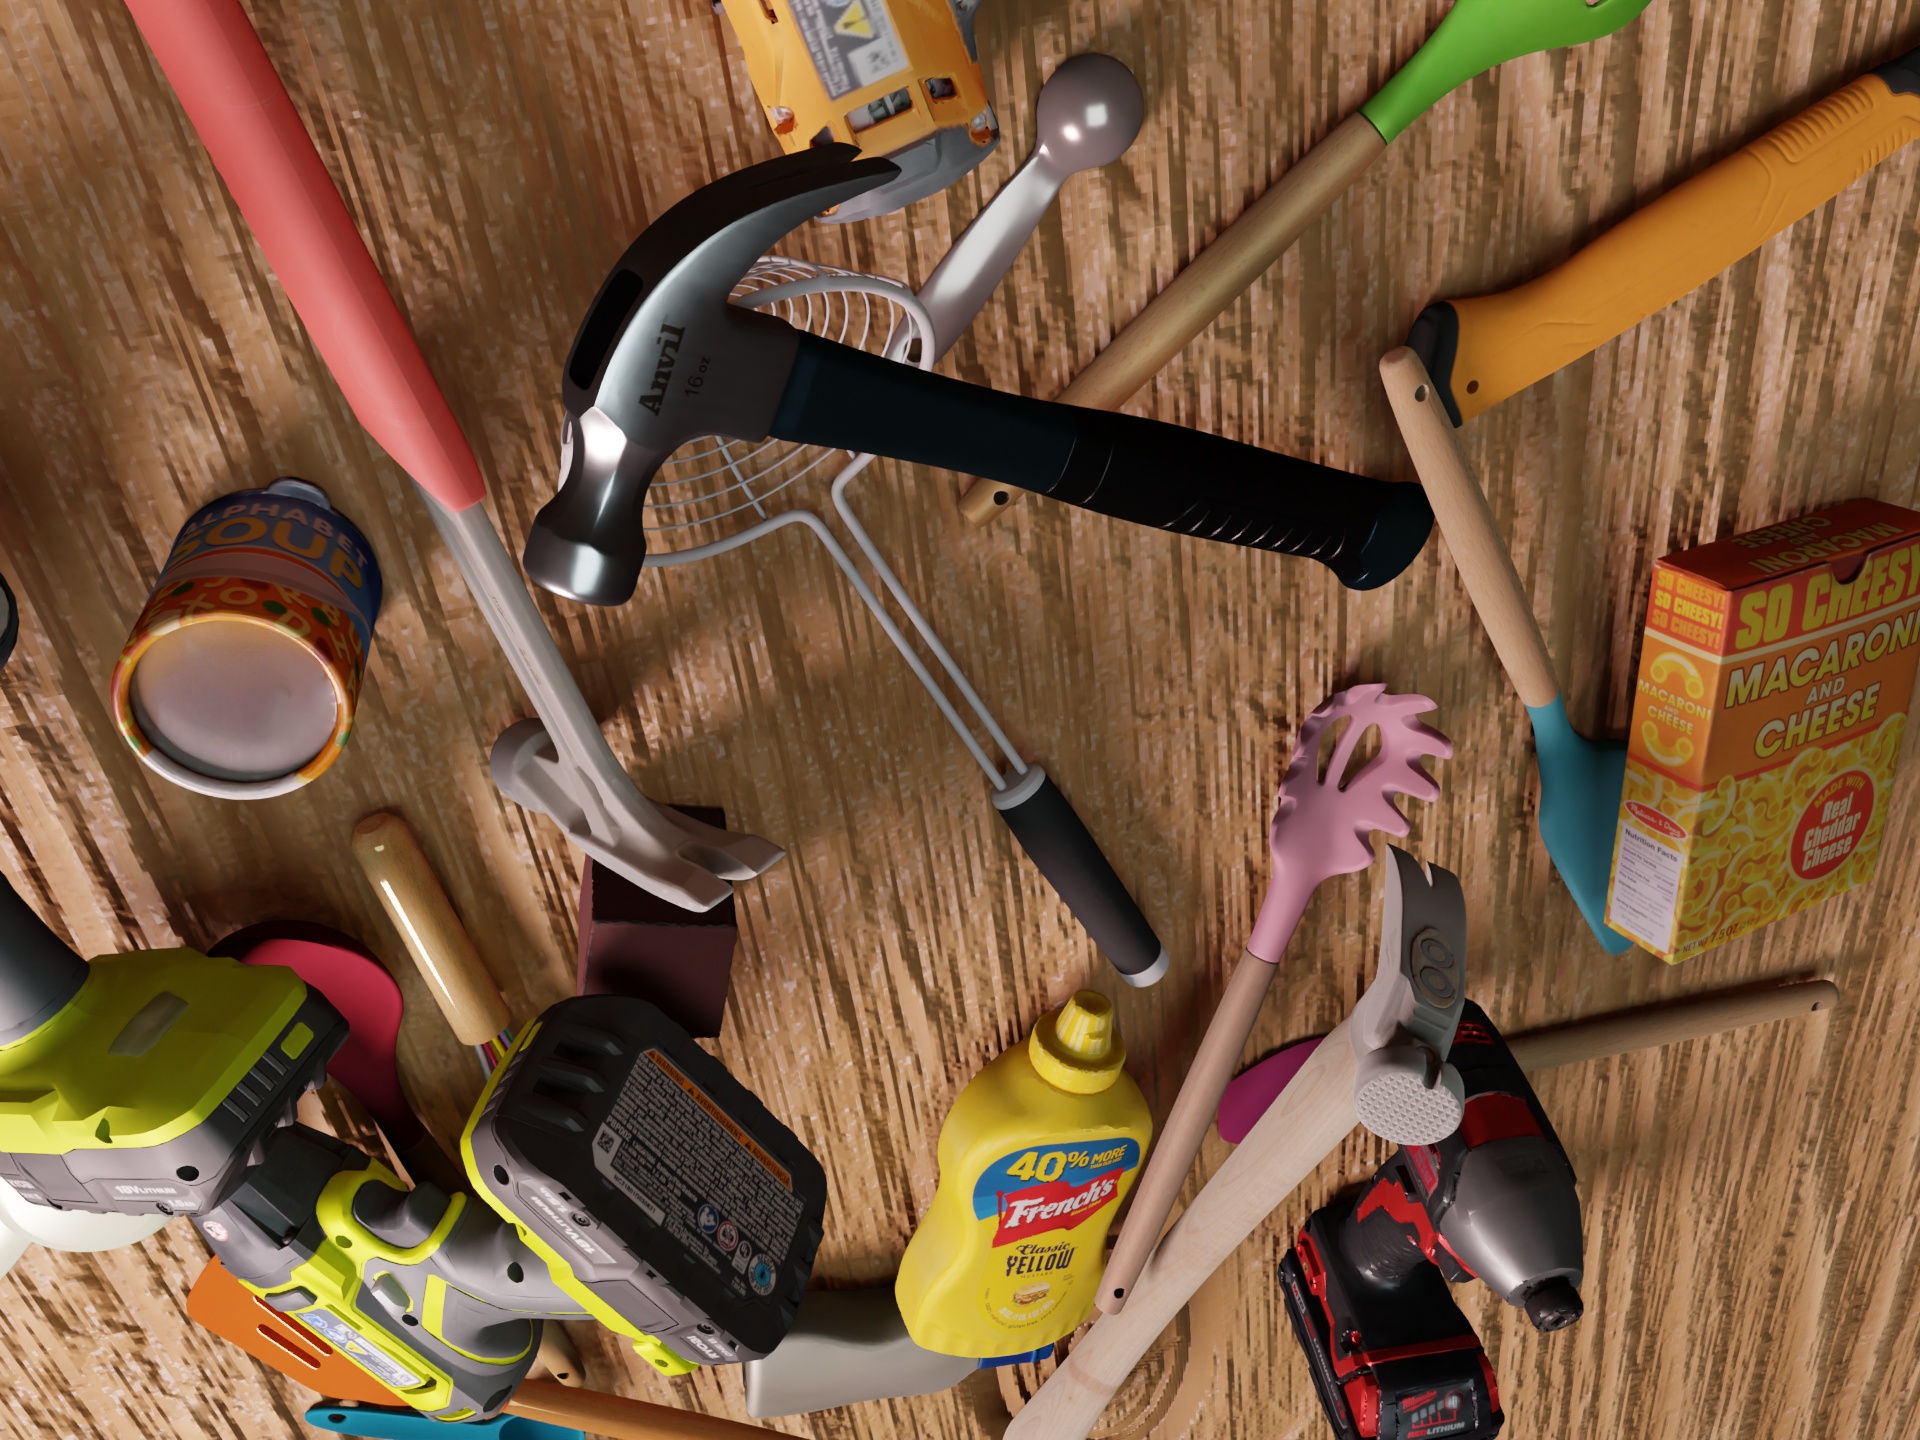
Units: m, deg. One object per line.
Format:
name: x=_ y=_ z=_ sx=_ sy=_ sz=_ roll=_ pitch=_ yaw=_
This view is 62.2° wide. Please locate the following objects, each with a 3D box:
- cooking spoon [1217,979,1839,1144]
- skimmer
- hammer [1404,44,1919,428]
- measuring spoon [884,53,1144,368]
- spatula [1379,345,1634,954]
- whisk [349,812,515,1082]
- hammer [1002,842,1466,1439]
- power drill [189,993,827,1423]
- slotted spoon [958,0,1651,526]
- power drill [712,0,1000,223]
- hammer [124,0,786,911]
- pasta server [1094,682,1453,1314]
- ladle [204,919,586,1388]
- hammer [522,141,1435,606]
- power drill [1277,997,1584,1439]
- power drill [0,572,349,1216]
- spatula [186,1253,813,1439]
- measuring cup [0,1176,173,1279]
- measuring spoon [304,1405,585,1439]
cooking spoon: x=0.279 y=0.162 z=0.773 sx=0.319 sy=0.017 sz=0.068 roll=-10 pitch=123 yaw=-7
skimmer: x=-0.001 y=-0.002 z=0.558 sx=0.127 sy=0.090 sz=0.362 roll=-33 pitch=123 yaw=3
hammer: x=0.308 y=-0.196 z=0.549 sx=0.337 sy=0.034 sz=0.127 roll=-31 pitch=122 yaw=6
measuring spoon: x=0.015 y=-0.155 z=0.509 sx=0.034 sy=0.018 sz=0.124 roll=29 pitch=111 yaw=-28
spatula: x=0.228 y=-0.023 z=0.617 sx=0.082 sy=0.044 sz=0.317 roll=-43 pitch=129 yaw=-4
whisk: x=-0.177 y=0.138 z=0.631 sx=0.051 sy=0.047 sz=0.244 roll=-18 pitch=121 yaw=-1
hammer: x=0.111 y=0.233 z=0.730 sx=0.038 sy=0.146 sz=0.410 roll=26 pitch=127 yaw=0
power drill: x=-0.175 y=0.180 z=0.577 sx=0.223 sy=0.080 sz=0.171 roll=-23 pitch=119 yaw=32
slotted spoon: x=0.116 y=-0.173 z=0.520 sx=0.313 sy=0.031 sz=0.070 roll=-42 pitch=122 yaw=15
power drill: x=0.024 y=-0.259 z=0.415 sx=0.226 sy=0.084 sz=0.185 roll=-23 pitch=123 yaw=6
hammer: x=-0.162 y=-0.104 z=0.443 sx=0.037 sy=0.149 sz=0.358 roll=-37 pitch=122 yaw=-27
pasta server: x=0.119 y=0.125 z=0.672 sx=0.060 sy=0.040 sz=0.316 roll=18 pitch=106 yaw=-7
ladle: x=-0.218 y=0.190 z=0.663 sx=0.069 sy=0.031 sz=0.315 roll=-12 pitch=126 yaw=6
hammer: x=0.037 y=-0.080 z=0.491 sx=0.330 sy=0.033 sz=0.128 roll=5 pitch=115 yaw=-39
power drill: x=0.216 y=0.243 z=0.720 sx=0.078 sy=0.143 sz=0.219 roll=-6 pitch=133 yaw=-10
power drill: x=-0.292 y=0.046 z=0.475 sx=0.190 sy=0.080 sz=0.228 roll=-8 pitch=125 yaw=30
spatula: x=-0.183 y=0.302 z=0.724 sx=0.322 sy=0.041 sz=0.081 roll=26 pitch=123 yaw=-28
measuring cup: x=-0.367 y=0.202 z=0.624 sx=0.167 sy=0.038 sz=0.083 roll=-44 pitch=121 yaw=12
measuring spoon: x=-0.241 y=0.326 z=0.751 sx=0.128 sy=0.021 sz=0.042 roll=9 pitch=124 yaw=-8
